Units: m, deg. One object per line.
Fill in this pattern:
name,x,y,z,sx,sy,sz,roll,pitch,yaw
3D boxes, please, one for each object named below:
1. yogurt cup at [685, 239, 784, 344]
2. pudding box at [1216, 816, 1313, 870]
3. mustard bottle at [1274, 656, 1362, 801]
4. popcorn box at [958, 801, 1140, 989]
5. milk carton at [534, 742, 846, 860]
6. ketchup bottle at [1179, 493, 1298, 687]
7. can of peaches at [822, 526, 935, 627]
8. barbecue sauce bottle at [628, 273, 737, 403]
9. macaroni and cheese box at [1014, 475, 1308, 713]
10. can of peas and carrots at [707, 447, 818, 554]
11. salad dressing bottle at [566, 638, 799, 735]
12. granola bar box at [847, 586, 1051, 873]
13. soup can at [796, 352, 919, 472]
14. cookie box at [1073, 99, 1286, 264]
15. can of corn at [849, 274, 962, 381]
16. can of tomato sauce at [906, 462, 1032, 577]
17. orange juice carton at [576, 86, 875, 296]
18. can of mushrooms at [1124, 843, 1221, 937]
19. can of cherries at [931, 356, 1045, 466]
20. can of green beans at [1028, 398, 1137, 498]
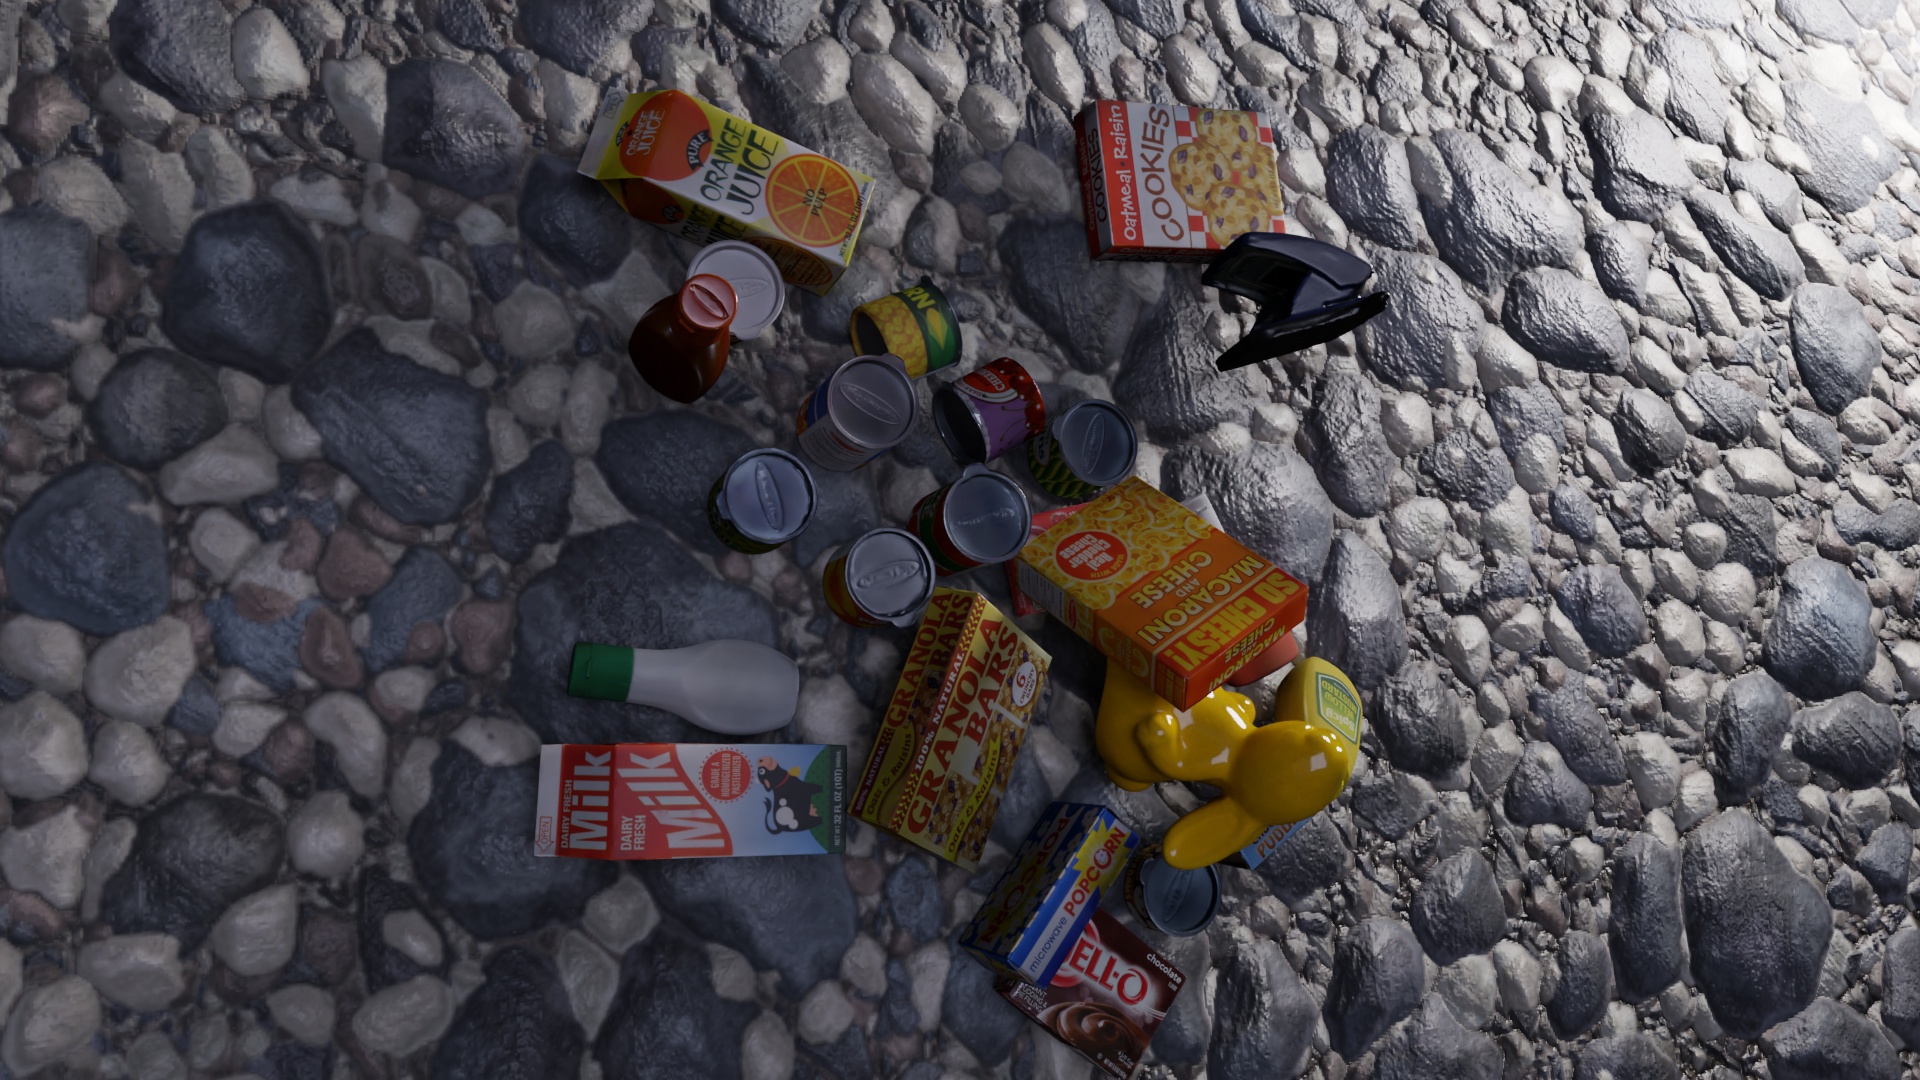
yogurt cup,-0.162,-0.170,0.973,0.072,0.054,0.072,4,80,-21
pudding box,0.231,0.215,1.063,0.084,0.049,0.030,-33,96,-22
mustard bottle,0.270,0.153,1.047,0.065,0.048,0.161,37,32,-9
popcorn box,0.061,0.246,0.972,0.038,0.085,0.127,42,69,-12
milk carton,-0.175,0.167,0.900,0.191,0.073,0.072,4,81,-21
ketchup bottle,0.207,0.036,1.088,0.065,0.043,0.148,-26,91,-24
can of peaches,-0.058,0.029,0.978,0.071,0.058,0.071,4,80,-22
barbecue sauce bottle,-0.179,-0.134,0.909,0.065,0.148,0.044,44,70,-9
macaroni and cheese box,0.139,0.033,0.975,0.124,0.040,0.167,-32,49,-26
can of peas and carrots,-0.139,-0.025,0.955,0.071,0.058,0.071,4,80,-20
salad dressing bottle,-0.184,0.094,0.926,0.148,0.044,0.064,9,80,-19
granola bar box,-0.004,0.131,0.957,0.124,0.039,0.166,43,62,-51
soup can,-0.072,-0.090,0.979,0.071,0.083,0.071,4,80,-21
cookie box,0.180,-0.290,1.137,0.168,0.040,0.123,-3,82,-23
can of corn,-0.041,-0.150,1.010,0.058,0.071,0.071,-24,90,-22
can of tomato sauce,0.004,-0.012,0.995,0.071,0.083,0.071,4,80,-21
orange juice carton,-0.165,-0.249,0.976,0.193,0.073,0.072,21,75,-16
can of mushrooms,0.156,0.259,1.036,0.071,0.033,0.071,3,81,-21
can of cherries,0.021,-0.096,1.024,0.058,0.071,0.071,-29,92,-23
can of green beans,0.092,-0.069,1.053,0.071,0.057,0.071,4,80,-21
